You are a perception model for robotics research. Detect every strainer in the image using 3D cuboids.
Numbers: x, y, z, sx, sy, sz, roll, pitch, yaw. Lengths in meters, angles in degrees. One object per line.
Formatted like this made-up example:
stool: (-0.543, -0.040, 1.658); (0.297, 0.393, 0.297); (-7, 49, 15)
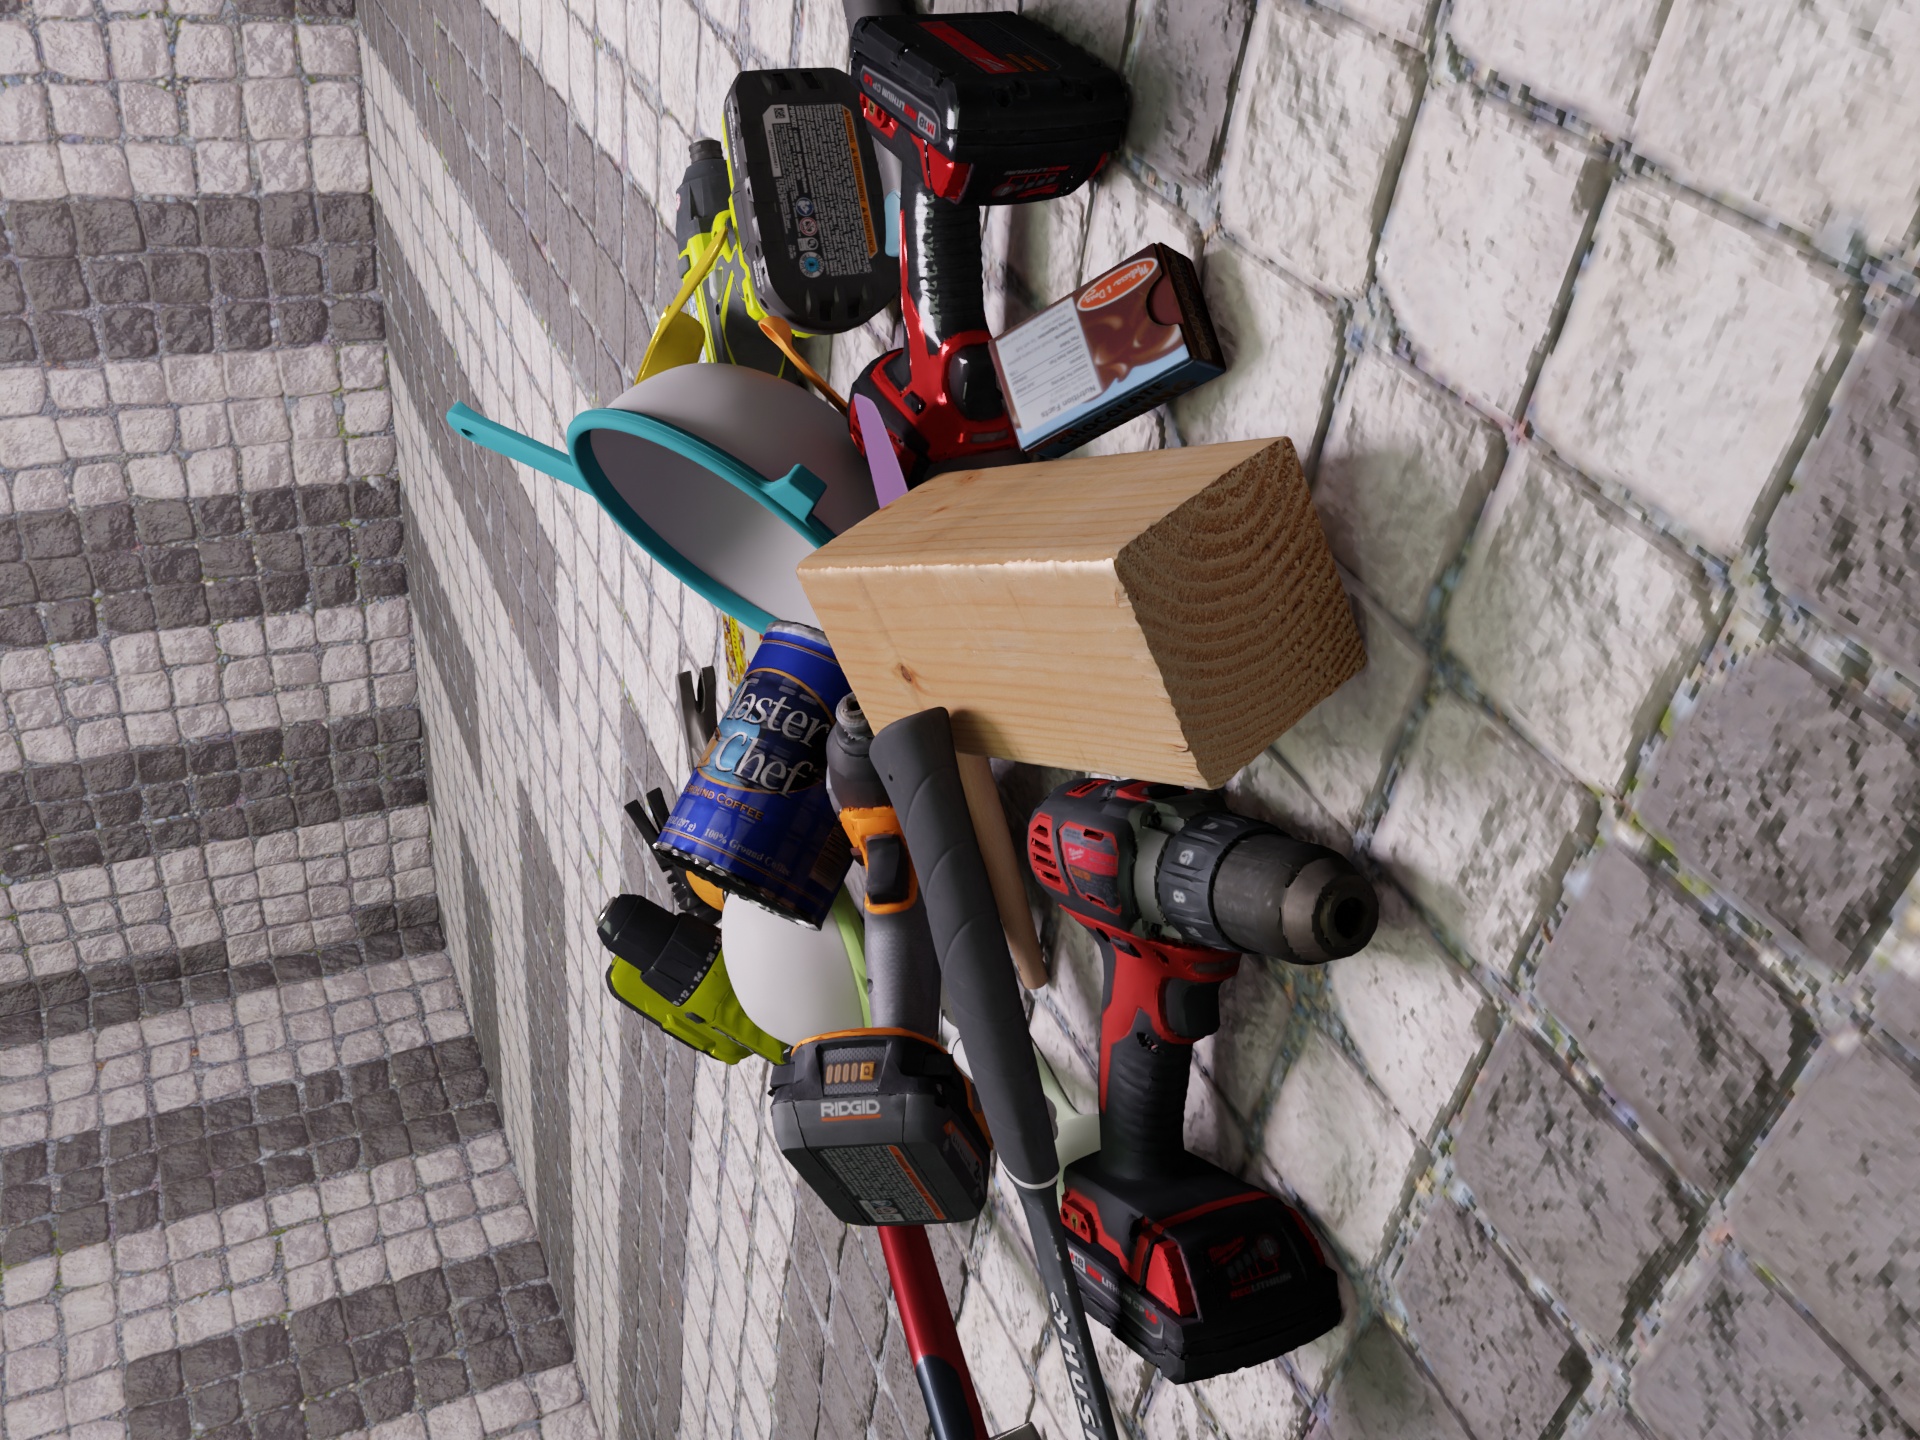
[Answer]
strainer: (-0.082, 0.163, 0.908); (0.257, 0.069, 0.151); (-139, 37, -58)
strainer: (-0.152, -0.149, 0.896); (0.341, 0.095, 0.210); (25, 162, 28)
strainer: (0.003, 0.175, 0.852); (0.258, 0.050, 0.087); (-160, 69, -69)

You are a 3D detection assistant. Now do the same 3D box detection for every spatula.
spatula: (-0.001, -0.002, 0.760); (0.060, 0.018, 0.315); (-134, 26, -64)

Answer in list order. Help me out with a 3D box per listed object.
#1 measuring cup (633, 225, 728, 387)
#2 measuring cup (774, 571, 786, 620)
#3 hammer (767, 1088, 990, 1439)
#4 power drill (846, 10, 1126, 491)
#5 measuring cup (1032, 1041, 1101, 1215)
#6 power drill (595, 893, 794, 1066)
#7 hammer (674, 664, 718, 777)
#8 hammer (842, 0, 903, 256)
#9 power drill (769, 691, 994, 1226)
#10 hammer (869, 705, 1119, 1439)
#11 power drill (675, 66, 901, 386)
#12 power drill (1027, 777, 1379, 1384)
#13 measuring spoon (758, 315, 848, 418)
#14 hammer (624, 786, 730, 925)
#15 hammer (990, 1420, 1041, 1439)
measuring cup: (-0.147, -0.225, 0.889); (0.156, 0.029, 0.062); (-32, 40, 58)
measuring cup: (-0.082, -0.008, 0.978); (0.095, 0.052, 0.173); (-3, 95, 65)
hammer: (-0.016, 0.333, 0.807); (0.143, 0.038, 0.387); (47, -172, -31)
power drill: (0.003, -0.183, 0.702); (0.143, 0.078, 0.219); (54, 148, 43)
measuring cup: (0.040, 0.210, 0.821); (0.168, 0.038, 0.083); (56, 147, 42)
power drill: (-0.185, 0.188, 1.143); (0.080, 0.190, 0.228); (-60, 13, -17)
hammer: (-0.123, 0.098, 1.115); (0.359, 0.036, 0.149); (44, 143, 51)
hammer: (-0.051, -0.386, 0.781); (0.128, 0.033, 0.331); (-15, 87, 66)
power drill: (-0.034, 0.105, 0.755); (0.164, 0.084, 0.227); (69, -161, -52)
hammer: (0.033, 0.194, 0.627); (0.149, 0.036, 0.409); (-4, 102, 64)
power drill: (-0.113, -0.275, 0.908); (0.223, 0.080, 0.171); (177, 82, -68)
power drill: (0.097, 0.138, 0.633); (0.188, 0.080, 0.226); (10, 106, 63)
measuring spoon: (-0.064, -0.173, 0.838); (0.116, 0.011, 0.021); (42, 174, -37)
hammer: (-0.194, 0.115, 1.201); (0.127, 0.034, 0.337); (64, 163, -6)
hammer: (0.057, 0.413, 0.806); (0.331, 0.130, 0.031); (-28, 85, 53)
